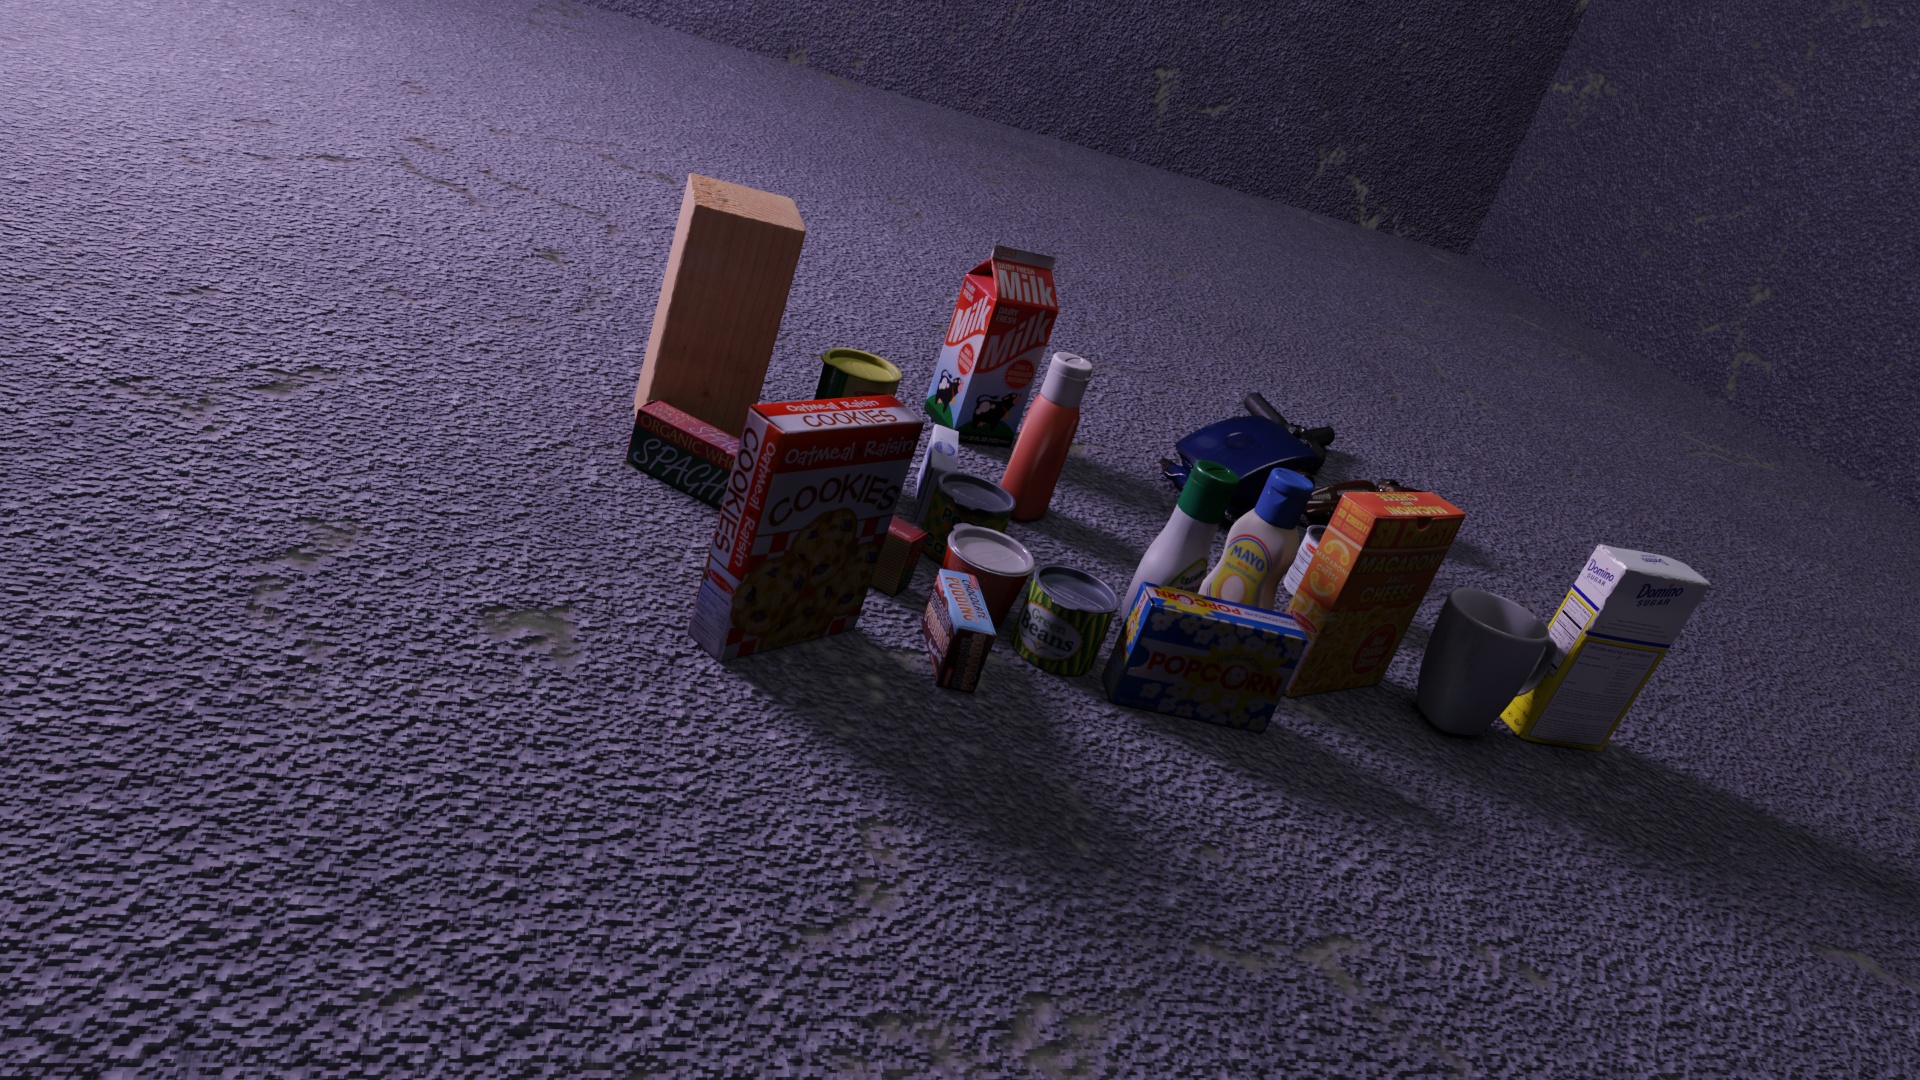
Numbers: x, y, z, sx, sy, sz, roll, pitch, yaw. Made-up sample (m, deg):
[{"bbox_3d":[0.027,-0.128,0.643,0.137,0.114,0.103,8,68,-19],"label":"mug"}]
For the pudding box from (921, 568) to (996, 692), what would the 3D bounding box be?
[{"bbox_3d":[-0.002,0.061,0.970,0.030,0.049,0.084,12,25,-16],"label":"pudding box"}]

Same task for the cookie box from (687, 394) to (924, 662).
[{"bbox_3d":[-0.101,-0.011,0.905,0.040,0.166,0.123,36,29,32],"label":"cookie box"}]

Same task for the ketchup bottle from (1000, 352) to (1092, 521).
[{"bbox_3d":[0.076,-0.091,1.225,0.043,0.148,0.065,29,26,20],"label":"ketchup bottle"}]

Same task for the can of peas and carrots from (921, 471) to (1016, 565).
[{"bbox_3d":[0.004,-0.014,1.120,0.071,0.058,0.071,16,25,-8],"label":"can of peas and carrots"}]

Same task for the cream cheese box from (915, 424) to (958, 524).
[{"bbox_3d":[-0.020,-0.056,1.196,0.024,0.053,0.104,17,25,-7],"label":"cream cheese box"}]

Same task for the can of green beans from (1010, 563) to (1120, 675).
[{"bbox_3d":[0.077,0.058,1.025,0.071,0.057,0.071,16,25,-8],"label":"can of green beans"}]

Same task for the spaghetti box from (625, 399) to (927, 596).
[{"bbox_3d":[-0.145,-0.035,1.062,0.250,0.050,0.029,26,25,14],"label":"spaghetti box"}]

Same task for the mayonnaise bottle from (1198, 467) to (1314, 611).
[{"bbox_3d":[0.241,0.013,1.132,0.065,0.147,0.041,34,28,29],"label":"mayonnaise bottle"}]

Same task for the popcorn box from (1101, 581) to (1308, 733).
[{"bbox_3d":[0.177,0.086,1.010,0.127,0.084,0.038,13,25,-15],"label":"popcorn box"}]

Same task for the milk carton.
[{"bbox_3d":[0.034,-0.193,1.354,0.072,0.189,0.074,5,28,-30],"label":"milk carton"}]

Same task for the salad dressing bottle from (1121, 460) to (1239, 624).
[{"bbox_3d":[0.173,0.009,1.091,0.064,0.147,0.044,-6,34,-44],"label":"salad dressing bottle"}]

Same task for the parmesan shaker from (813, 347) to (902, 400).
[{"bbox_3d":[-0.098,-0.103,1.175,0.071,0.102,0.071,16,24,-8],"label":"parmesan shaker"}]

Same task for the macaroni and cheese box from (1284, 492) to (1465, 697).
[{"bbox_3d":[0.321,0.043,1.108,0.124,0.165,0.040,-2,32,-39],"label":"macaroni and cheese box"}]

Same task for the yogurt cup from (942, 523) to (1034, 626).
[{"bbox_3d":[0.016,0.029,1.046,0.072,0.053,0.073,16,25,-8],"label":"yogurt cup"}]

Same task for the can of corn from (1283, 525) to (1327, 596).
[{"bbox_3d":[0.343,0.027,1.286,0.071,0.058,0.071,16,25,-8],"label":"can of corn"}]
